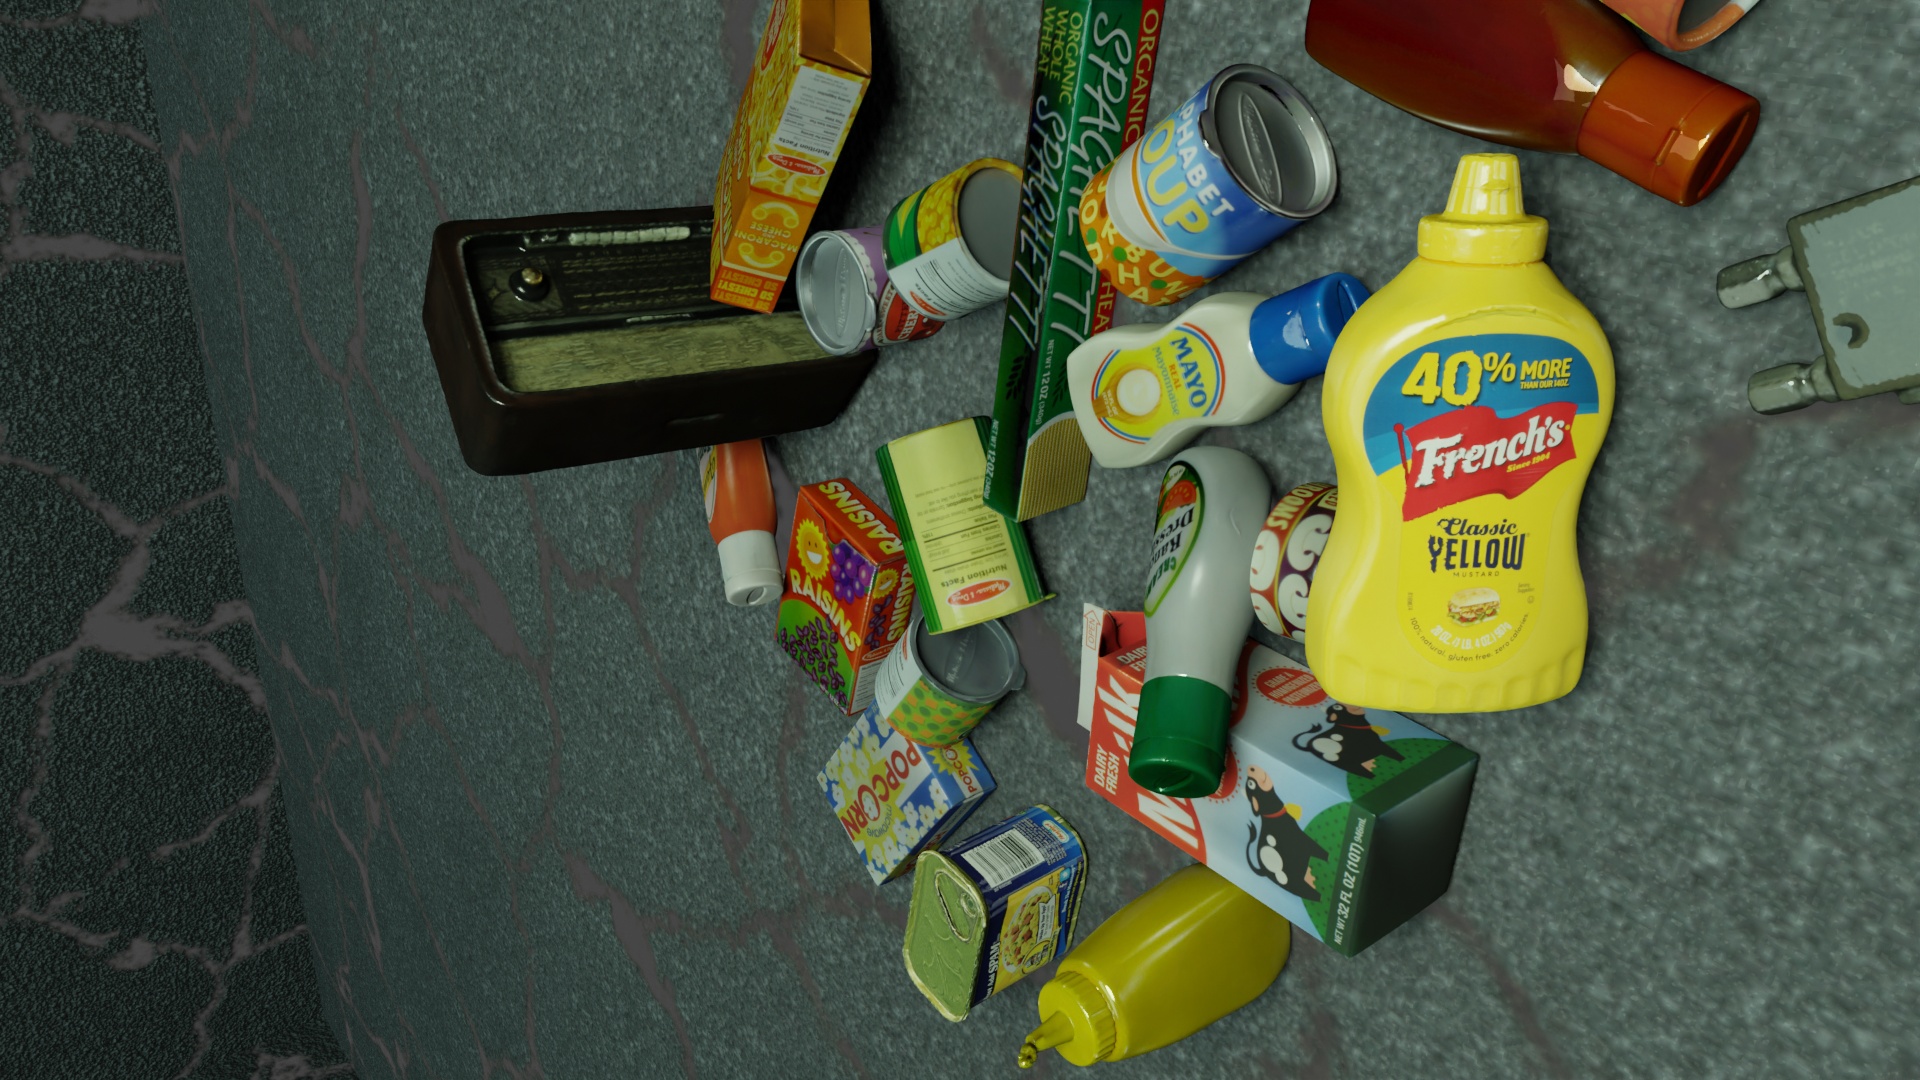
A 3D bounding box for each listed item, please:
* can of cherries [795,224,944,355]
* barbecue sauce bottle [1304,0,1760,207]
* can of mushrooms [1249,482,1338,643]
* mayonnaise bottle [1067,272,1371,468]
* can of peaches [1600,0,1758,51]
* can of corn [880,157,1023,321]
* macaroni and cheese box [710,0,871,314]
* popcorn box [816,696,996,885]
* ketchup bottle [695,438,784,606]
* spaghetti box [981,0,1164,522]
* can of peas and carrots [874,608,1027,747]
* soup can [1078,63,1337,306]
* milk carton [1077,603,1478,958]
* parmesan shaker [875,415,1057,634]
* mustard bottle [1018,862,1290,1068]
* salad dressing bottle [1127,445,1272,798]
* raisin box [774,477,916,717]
[{"bbox_3d":[-0.046,-0.136,0.752,0.071,0.058,0.071,22,119,46],"label":"can of cherries"},{"bbox_3d":[0.186,-0.160,0.461,0.149,0.044,0.064,44,135,32],"label":"barbecue sauce bottle"},{"bbox_3d":[0.148,0.009,0.555,0.033,0.071,0.070,20,119,48],"label":"can of mushrooms"},{"bbox_3d":[0.108,-0.075,0.594,0.147,0.041,0.064,-17,91,54],"label":"mayonnaise bottle"},{"bbox_3d":[0.206,-0.185,0.401,0.058,0.071,0.070,50,138,25],"label":"can of peaches"},{"bbox_3d":[0.005,-0.149,0.678,0.058,0.071,0.071,-12,95,52],"label":"can of corn"},{"bbox_3d":[-0.095,-0.225,0.749,0.165,0.040,0.124,124,151,-46],"label":"macaroni and cheese box"},{"bbox_3d":[-0.036,0.151,0.869,0.085,0.038,0.126,57,140,19],"label":"popcorn box"},{"bbox_3d":[-0.144,-0.032,0.898,0.064,0.043,0.149,127,134,-57],"label":"ketchup bottle"},{"bbox_3d":[0.049,-0.126,0.642,0.029,0.050,0.248,32,127,38],"label":"spaghetti box"},{"bbox_3d":[-0.006,0.076,0.781,0.071,0.071,0.058,57,141,19],"label":"can of peas and carrots"},{"bbox_3d":[0.095,-0.141,0.559,0.083,0.071,0.071,-28,81,53],"label":"soup can"},{"bbox_3d":[0.121,0.093,0.618,0.191,0.074,0.072,28,125,44],"label":"milk carton"},{"bbox_3d":[0.003,-0.009,0.738,0.071,0.071,0.103,-18,89,53],"label":"parmesan shaker"},{"bbox_3d":[0.084,0.199,0.635,0.049,0.161,0.065,-1,102,53],"label":"mustard bottle"},{"bbox_3d":[0.098,0.032,0.577,0.064,0.044,0.148,127,160,-57],"label":"salad dressing bottle"},{"bbox_3d":[-0.073,0.035,0.870,0.086,0.040,0.122,43,133,35],"label":"raisin box"}]
